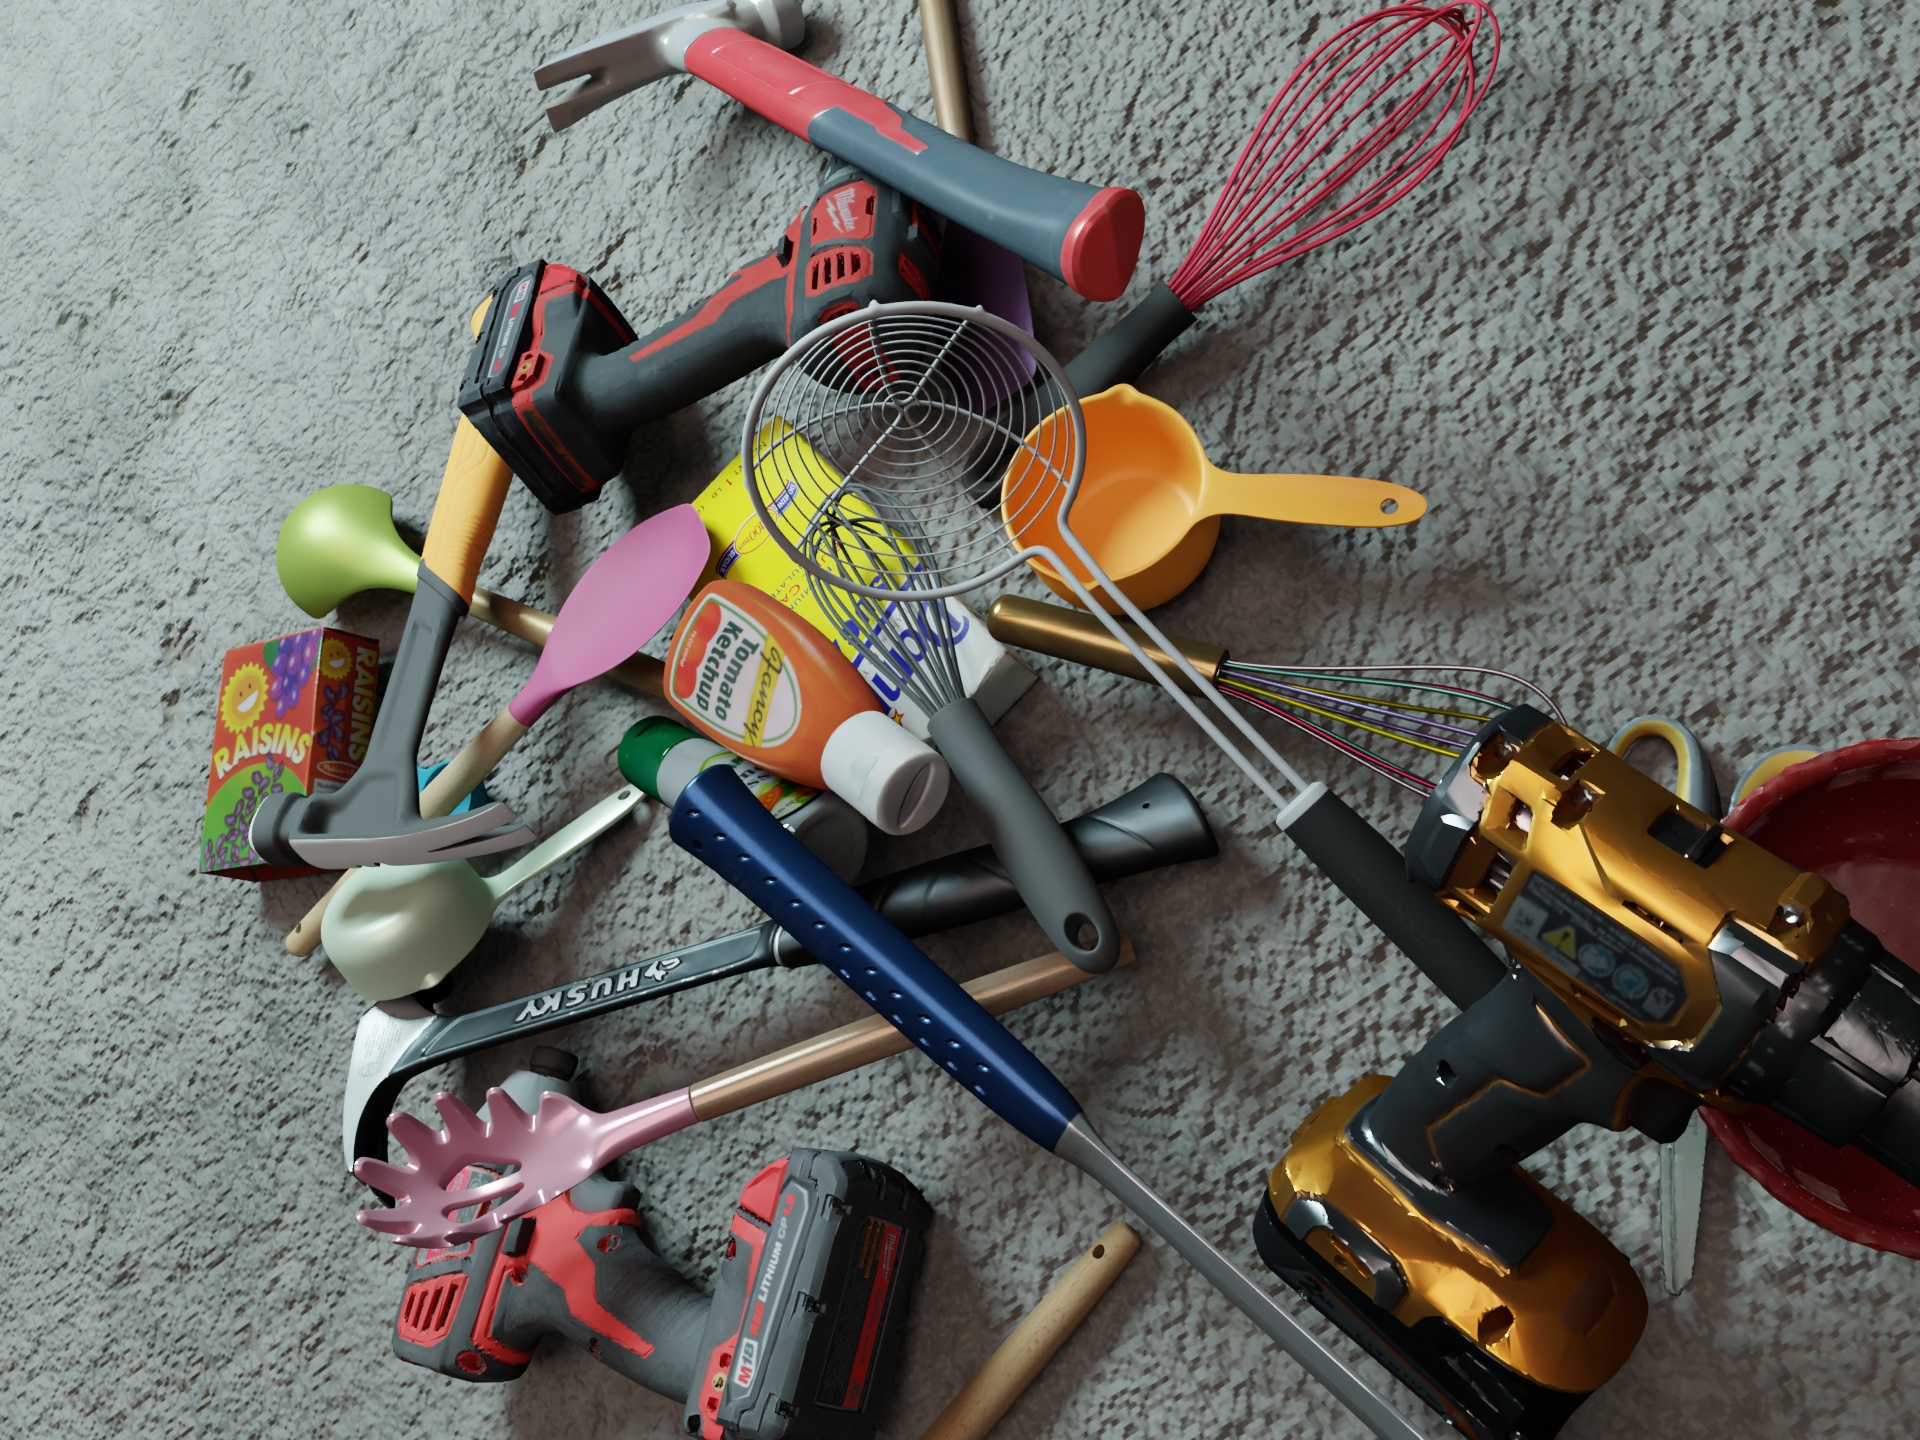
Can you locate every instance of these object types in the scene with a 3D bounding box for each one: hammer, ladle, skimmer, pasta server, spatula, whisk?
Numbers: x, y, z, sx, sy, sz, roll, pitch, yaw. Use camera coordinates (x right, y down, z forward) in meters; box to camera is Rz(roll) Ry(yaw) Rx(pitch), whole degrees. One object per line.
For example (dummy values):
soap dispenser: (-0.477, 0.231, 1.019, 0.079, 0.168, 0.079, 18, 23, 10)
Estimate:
hammer: (-0.089, 0.100, 0.683, 0.409, 0.036, 0.149, -18, 37, 14)
hammer: (-0.059, -0.254, 0.693, 0.143, 0.038, 0.387, -29, 44, -16)
ladle: (-0.224, -0.049, 0.809, 0.320, 0.062, 0.078, 22, 78, 20)
skimmer: (0.073, -0.004, 0.577, 0.363, 0.090, 0.127, 47, 118, 8)
pasta server: (-0.082, 0.139, 0.629, 0.316, 0.040, 0.060, -20, 51, 0)
spatula: (-0.004, -0.293, 0.782, 0.060, 0.018, 0.316, -24, 65, 40)
spatula: (-0.040, 0.316, 0.623, 0.317, 0.044, 0.082, -50, 36, 2)
whisk: (0.125, -0.012, 0.628, 0.245, 0.051, 0.047, 16, 52, 21)
hammer: (-0.240, -0.085, 0.775, 0.127, 0.034, 0.337, -4, 58, 14)
whisk: (0.000, -0.002, 0.641, 0.055, 0.055, 0.239, -36, 68, 12)
whisk: (0.109, -0.196, 0.689, 0.296, 0.073, 0.073, -42, 64, 16)
hammer: (0.045, 0.155, 0.557, 0.406, 0.144, 0.035, 39, 56, 21)

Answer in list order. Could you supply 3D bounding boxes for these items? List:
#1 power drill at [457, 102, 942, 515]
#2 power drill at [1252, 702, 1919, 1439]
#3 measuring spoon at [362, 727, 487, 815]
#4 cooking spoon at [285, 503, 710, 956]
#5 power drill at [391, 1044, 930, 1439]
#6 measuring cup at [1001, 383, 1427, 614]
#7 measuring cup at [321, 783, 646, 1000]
power drill: (-0.114, -0.206, 0.761, 0.226, 0.080, 0.188, -16, 46, 19)
power drill: (0.197, 0.129, 0.479, 0.185, 0.084, 0.226, 37, 134, 27)
measuring spoon: (-0.284, 0.028, 0.826, 0.129, 0.021, 0.042, 24, 92, 36)
cooking spoon: (-0.228, 0.014, 0.768, 0.319, 0.017, 0.069, -42, 50, 17)
power drill: (-0.132, 0.219, 0.668, 0.220, 0.078, 0.143, 3, 66, 29)
measuring cup: (0.105, -0.084, 0.661, 0.174, 0.052, 0.095, 7, 74, 21)
measuring cup: (-0.224, 0.065, 0.749, 0.167, 0.038, 0.083, -34, 35, -7)
